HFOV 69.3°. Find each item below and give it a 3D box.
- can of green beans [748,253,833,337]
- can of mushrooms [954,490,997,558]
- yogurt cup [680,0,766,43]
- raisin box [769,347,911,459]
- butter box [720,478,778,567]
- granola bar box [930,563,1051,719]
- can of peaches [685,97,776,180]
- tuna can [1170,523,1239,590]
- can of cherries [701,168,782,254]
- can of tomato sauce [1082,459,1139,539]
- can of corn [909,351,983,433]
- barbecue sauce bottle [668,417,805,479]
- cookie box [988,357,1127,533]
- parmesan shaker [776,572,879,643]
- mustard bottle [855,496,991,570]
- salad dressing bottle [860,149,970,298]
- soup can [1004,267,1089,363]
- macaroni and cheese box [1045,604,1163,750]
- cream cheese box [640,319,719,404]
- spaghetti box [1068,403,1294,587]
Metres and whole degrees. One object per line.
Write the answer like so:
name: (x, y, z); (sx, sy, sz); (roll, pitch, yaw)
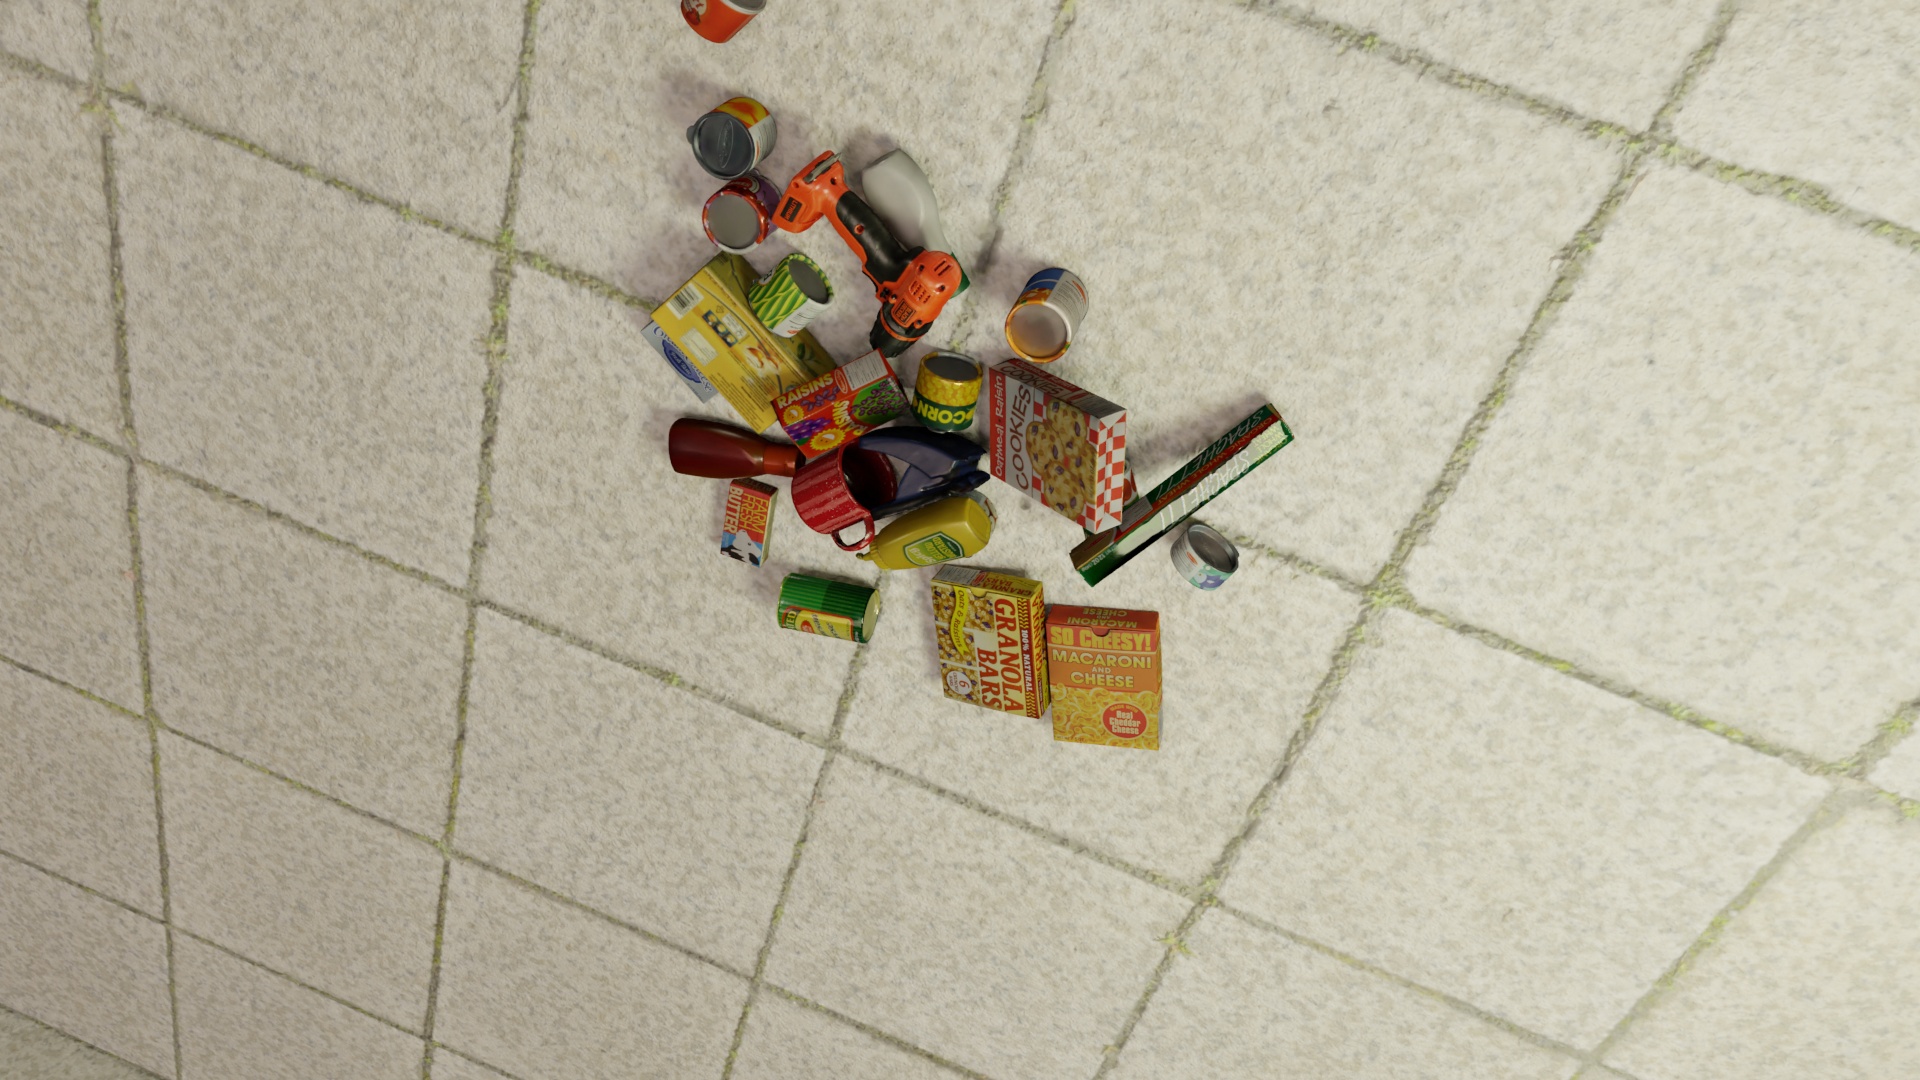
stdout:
can of green beans: (-0.171, -0.248, 1.406); (0.057, 0.071, 0.071); (-33, 106, 31)
can of mushrooms: (0.005, -0.019, 1.510); (0.071, 0.034, 0.070); (8, 122, 13)
yogurt cup: (-0.220, -0.495, 1.274); (0.072, 0.073, 0.053); (45, 131, -12)
raisin box: (-0.121, -0.139, 1.421); (0.123, 0.086, 0.040); (-26, 68, 4)
butter box: (-0.243, -0.022, 1.593); (0.053, 0.024, 0.103); (18, 124, 6)
granola bar box: (0.035, 0.115, 1.565); (0.124, 0.039, 0.164); (10, 123, 25)
can of peaches: (-0.220, -0.390, 1.341); (0.071, 0.058, 0.071); (9, 123, 13)
tuna can: (0.253, 0.018, 1.435); (0.071, 0.071, 0.032); (35, 125, -5)
can of cherries: (-0.216, -0.327, 1.377); (0.071, 0.059, 0.071); (8, 123, 13)
can of tomato sauce: (0.152, -0.034, 1.431); (0.071, 0.071, 0.082); (-7, 117, 22)
can of corn: (-0.014, -0.151, 1.413); (0.071, 0.071, 0.058); (18, 123, 7)
barbecue sauce bottle: (-0.247, -0.096, 1.538); (0.148, 0.044, 0.064); (8, 123, 12)
cookie box: (0.093, -0.096, 1.375); (0.168, 0.040, 0.122); (32, 133, 45)
parmesan shaker: (-0.152, 0.077, 1.597); (0.103, 0.072, 0.071); (10, 123, 12)
mustard bottle: (-0.046, 0.001, 1.482); (0.160, 0.049, 0.065); (-19, 134, 29)
salad dressing bottle: (-0.041, -0.303, 1.345); (0.064, 0.044, 0.147); (-14, 117, 37)
soup can: (0.081, -0.215, 1.335); (0.071, 0.084, 0.071); (8, 123, 13)
macaroni and cheese box: (0.164, 0.156, 1.561); (0.124, 0.040, 0.165); (3, 121, 15)
cream cheese box: (-0.290, -0.203, 1.498); (0.053, 0.024, 0.103); (-32, 107, 29)
spaghetti box: (0.216, -0.044, 1.368); (0.249, 0.050, 0.028); (-37, 110, 11)
